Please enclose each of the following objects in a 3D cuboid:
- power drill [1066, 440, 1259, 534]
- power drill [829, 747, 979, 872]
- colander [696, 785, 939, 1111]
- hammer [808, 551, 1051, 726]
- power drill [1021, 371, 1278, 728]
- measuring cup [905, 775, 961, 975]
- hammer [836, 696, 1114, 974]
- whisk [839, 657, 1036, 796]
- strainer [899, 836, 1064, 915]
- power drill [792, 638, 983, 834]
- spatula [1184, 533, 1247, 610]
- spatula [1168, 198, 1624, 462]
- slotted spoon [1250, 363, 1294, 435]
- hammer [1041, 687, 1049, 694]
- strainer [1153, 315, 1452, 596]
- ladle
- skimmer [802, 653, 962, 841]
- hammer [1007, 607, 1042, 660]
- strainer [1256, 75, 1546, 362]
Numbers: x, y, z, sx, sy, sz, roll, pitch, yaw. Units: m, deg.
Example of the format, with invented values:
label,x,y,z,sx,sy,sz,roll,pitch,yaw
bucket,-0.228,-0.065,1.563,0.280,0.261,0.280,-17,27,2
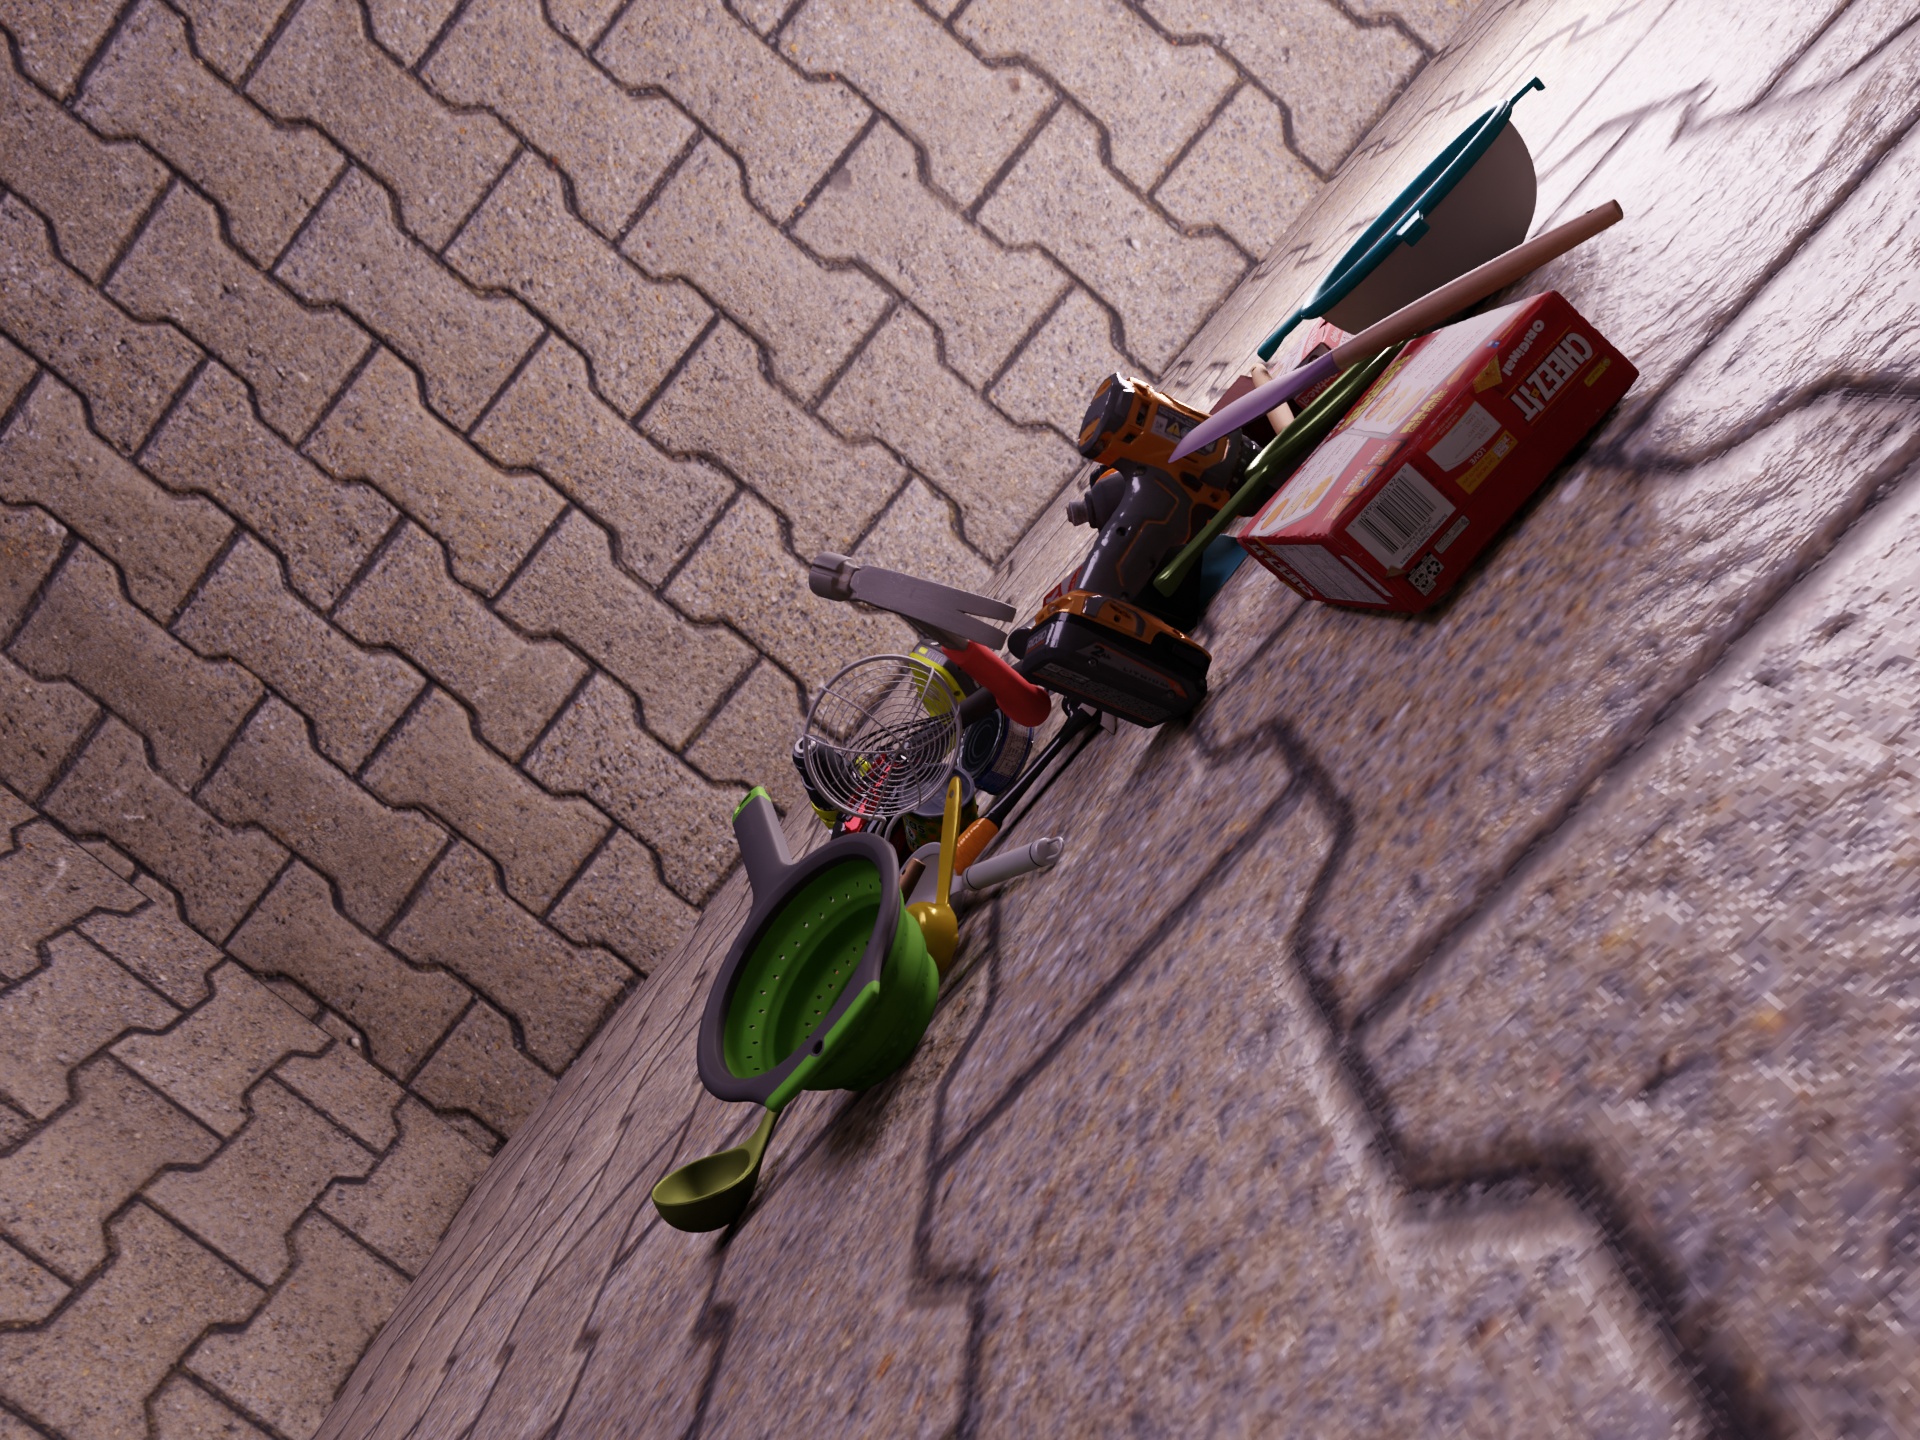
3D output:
label,x,y,z,sx,sy,sz,roll,pitch,yaw
power drill,0.168,-0.193,1.382,0.164,0.084,0.226,-11,6,1
power drill,-0.069,0.100,1.526,0.143,0.078,0.220,-56,13,-7
colander,-0.102,0.156,1.164,0.204,0.094,0.397,-49,25,7
hammer,0.018,-0.046,1.208,0.037,0.149,0.358,-69,-21,-5
power drill,0.153,-0.112,1.114,0.084,0.185,0.226,147,142,-69
measuring cup,-0.022,0.114,1.179,0.062,0.029,0.157,-20,58,56
hammer,0.006,0.108,1.304,0.337,0.034,0.127,-50,6,6
whisk,-0.003,-0.005,1.415,0.239,0.055,0.055,-32,2,-14
strainer,0.008,0.121,1.191,0.258,0.050,0.087,-29,45,56
power drill,-0.069,0.025,1.683,0.080,0.190,0.228,27,67,41
spatula,0.198,-0.137,1.432,0.082,0.044,0.317,-50,2,5
spatula,0.256,-0.236,0.984,0.316,0.018,0.060,-24,23,41
slotted spoon,0.268,-0.244,1.308,0.070,0.031,0.314,-47,18,22
hammer,0.043,0.016,1.561,0.409,0.036,0.149,-47,8,29
strainer,0.230,-0.155,1.042,0.256,0.069,0.151,-46,3,-15
ladle,-0.122,0.236,1.186,0.320,0.062,0.078,-59,20,-12
skimmer,-0.078,0.090,1.306,0.127,0.090,0.363,-12,-32,-19
hammer,0.129,-0.137,1.618,0.146,0.035,0.335,-46,-2,34
strainer,0.349,-0.347,1.279,0.211,0.095,0.340,-50,4,-21
